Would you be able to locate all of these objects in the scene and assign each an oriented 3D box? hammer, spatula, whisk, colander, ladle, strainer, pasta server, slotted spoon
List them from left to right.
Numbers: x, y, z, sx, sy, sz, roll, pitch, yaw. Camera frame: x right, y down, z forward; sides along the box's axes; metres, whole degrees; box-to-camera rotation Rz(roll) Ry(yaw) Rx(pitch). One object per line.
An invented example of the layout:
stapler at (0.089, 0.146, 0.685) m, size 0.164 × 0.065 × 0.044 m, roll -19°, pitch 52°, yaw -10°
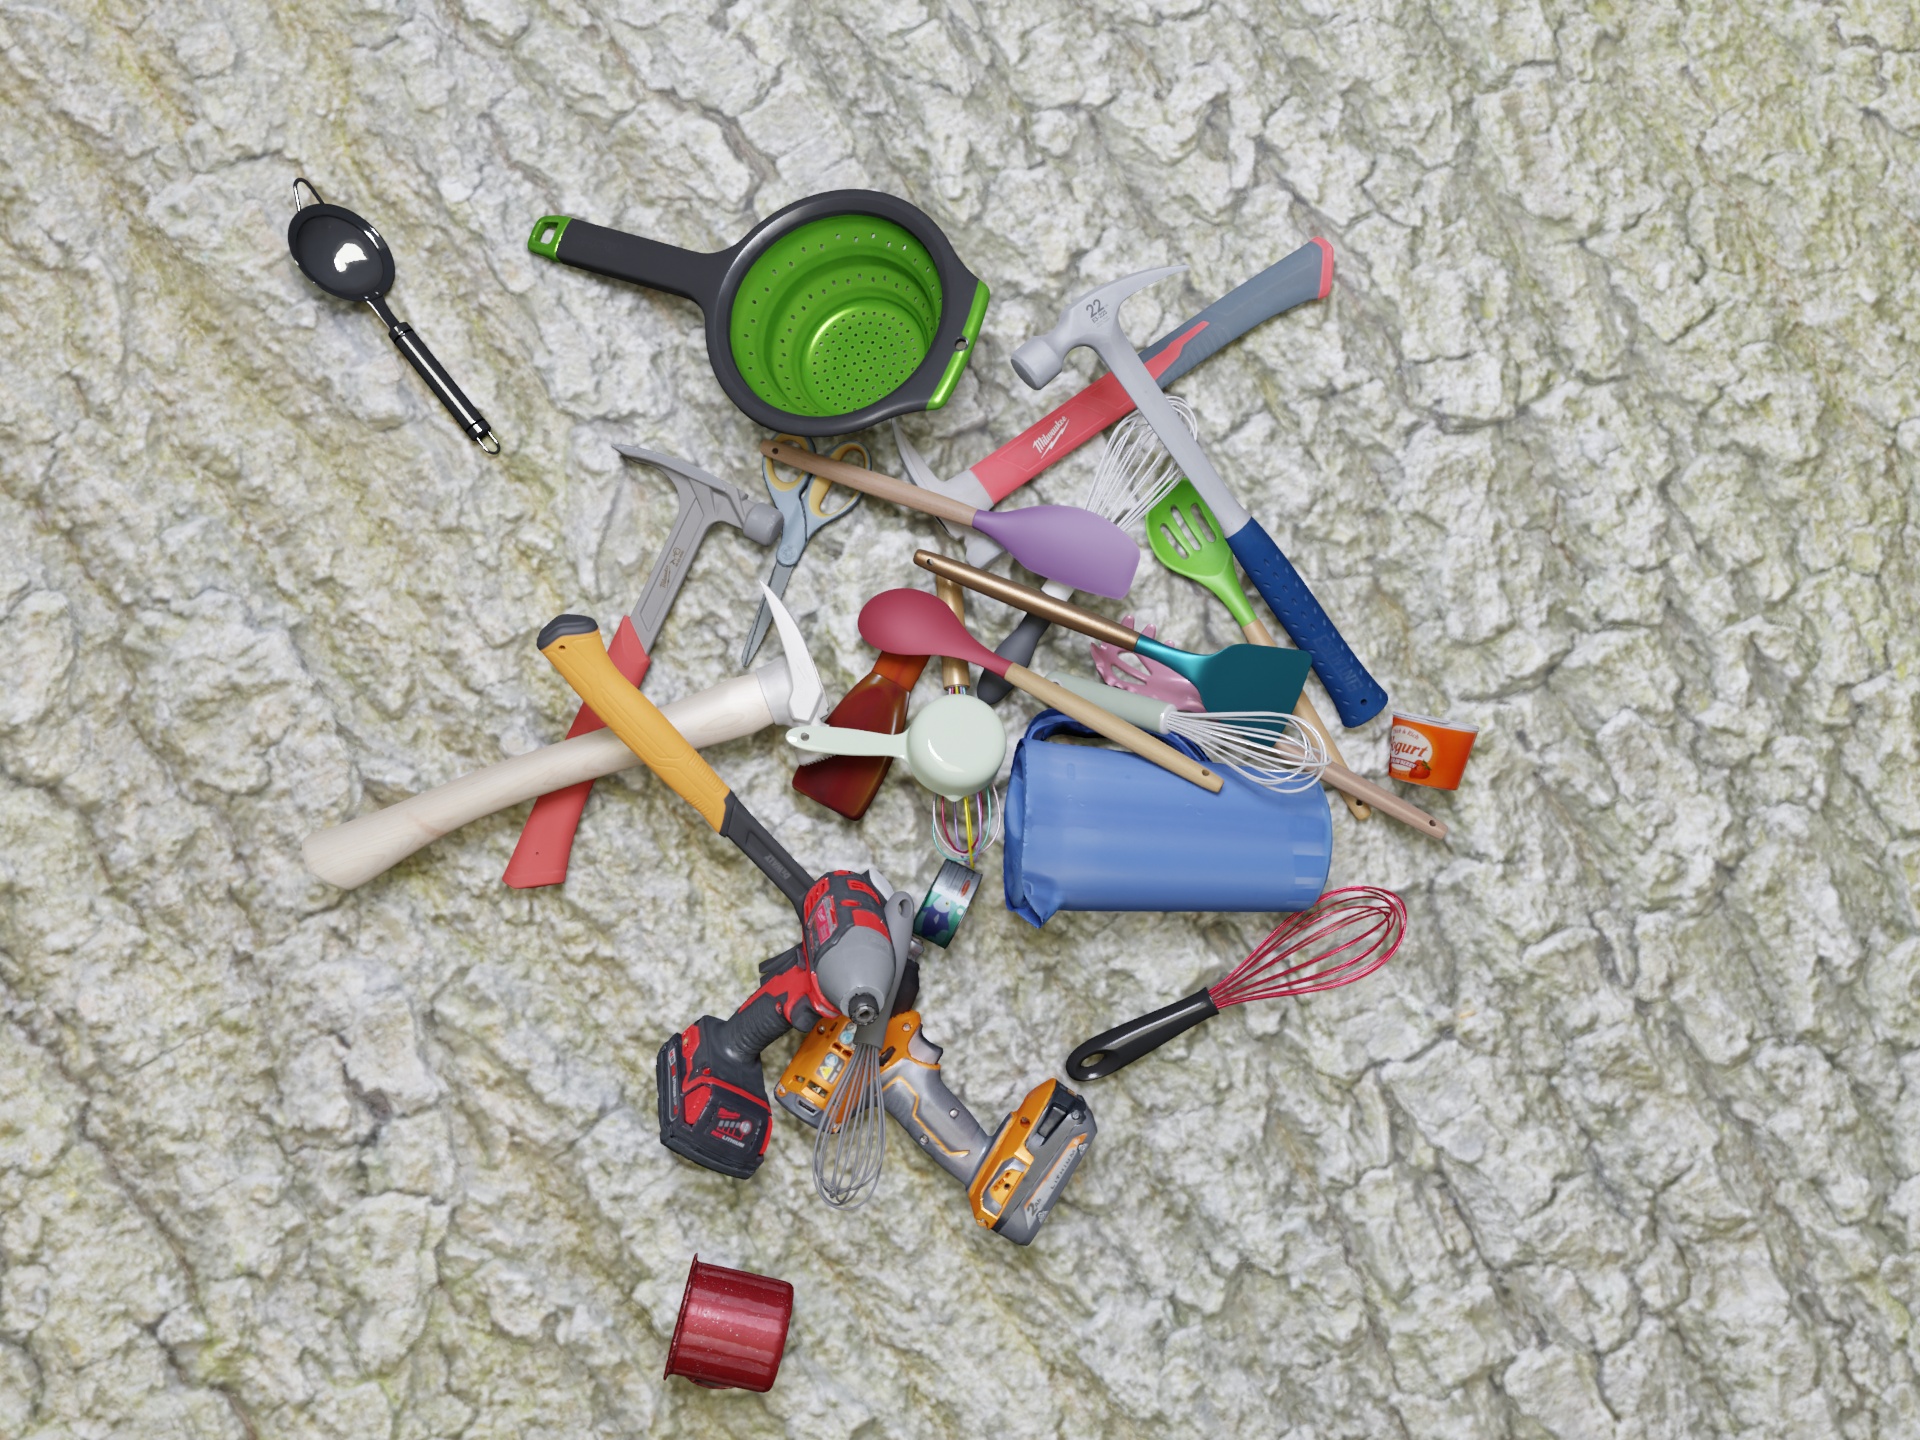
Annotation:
strainer at (-0.454, -0.314, 1.271) m, size 0.258 × 0.050 × 0.087 m, roll 52°, pitch 43°, yaw -4°
hammer at (-0.305, 0.025, 1.215) m, size 0.410 × 0.038 × 0.146 m, roll -20°, pitch 89°, yaw -2°
hammer at (-0.280, -0.035, 1.258) m, size 0.149 × 0.036 × 0.359 m, roll 25°, pitch 88°, yaw 7°
hammer at (-0.196, 0.057, 1.182) m, size 0.127 × 0.034 × 0.336 m, roll -36°, pitch 114°, yaw 8°
colander at (-0.161, -0.326, 1.264) m, size 0.397 × 0.094 × 0.204 m, roll 19°, pitch 82°, yaw 17°
whisk at (-0.065, 0.240, 1.177) m, size 0.055 × 0.055 × 0.239 m, roll 13°, pitch 68°, yaw -1°
spatula at (-0.011, -0.168, 1.242) m, size 0.316 × 0.018 × 0.059 m, roll 19°, pitch 101°, yaw 11°
whisk at (-0.002, -0.003, 1.256) m, size 0.051 × 0.047 × 0.245 m, roll -12°, pitch 74°, yaw 30°
ladle at (0.058, -0.024, 1.211) m, size 0.315 × 0.031 × 0.069 m, roll 29°, pitch 57°, yaw 14°
whisk at (0.094, -0.131, 1.252) m, size 0.070 × 0.070 × 0.284 m, roll 34°, pitch 99°, yaw 0°
spatula at (0.112, -0.069, 1.229) m, size 0.317 × 0.044 × 0.082 m, roll 22°, pitch 103°, yaw 5°
hammer at (0.130, -0.285, 1.285) m, size 0.386 × 0.038 × 0.143 m, roll -35°, pitch 87°, yaw -3°
whisk at (0.165, 0.001, 1.203) m, size 0.246 × 0.059 × 0.057 m, roll 18°, pitch 108°, yaw 33°
whisk at (0.216, 0.211, 1.253) m, size 0.296 × 0.073 × 0.073 m, roll -28°, pitch 88°, yaw 4°
hammer at (0.210, -0.160, 1.211) m, size 0.144 × 0.035 × 0.405 m, roll -40°, pitch 109°, yaw -3°
slotted spoon at (0.244, -0.056, 1.282) m, size 0.070 × 0.031 × 0.314 m, roll -31°, pitch 90°, yaw -2°
pasta server at (0.244, 0.012, 1.260) m, size 0.316 × 0.040 × 0.060 m, roll 29°, pitch 73°, yaw 5°

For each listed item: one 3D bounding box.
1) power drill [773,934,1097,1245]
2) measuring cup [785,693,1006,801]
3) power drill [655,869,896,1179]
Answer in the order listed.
power drill at (-0.009, 0.281, 1.231) m, size 0.226 × 0.084 × 0.164 m, roll 31°, pitch 86°, yaw 4°
measuring cup at (-0.046, 0.013, 1.193) m, size 0.167 × 0.038 × 0.083 m, roll 4°, pitch 70°, yaw -12°
power drill at (-0.129, 0.226, 1.172) m, size 0.078 × 0.143 × 0.219 m, roll 33°, pitch 107°, yaw -27°
